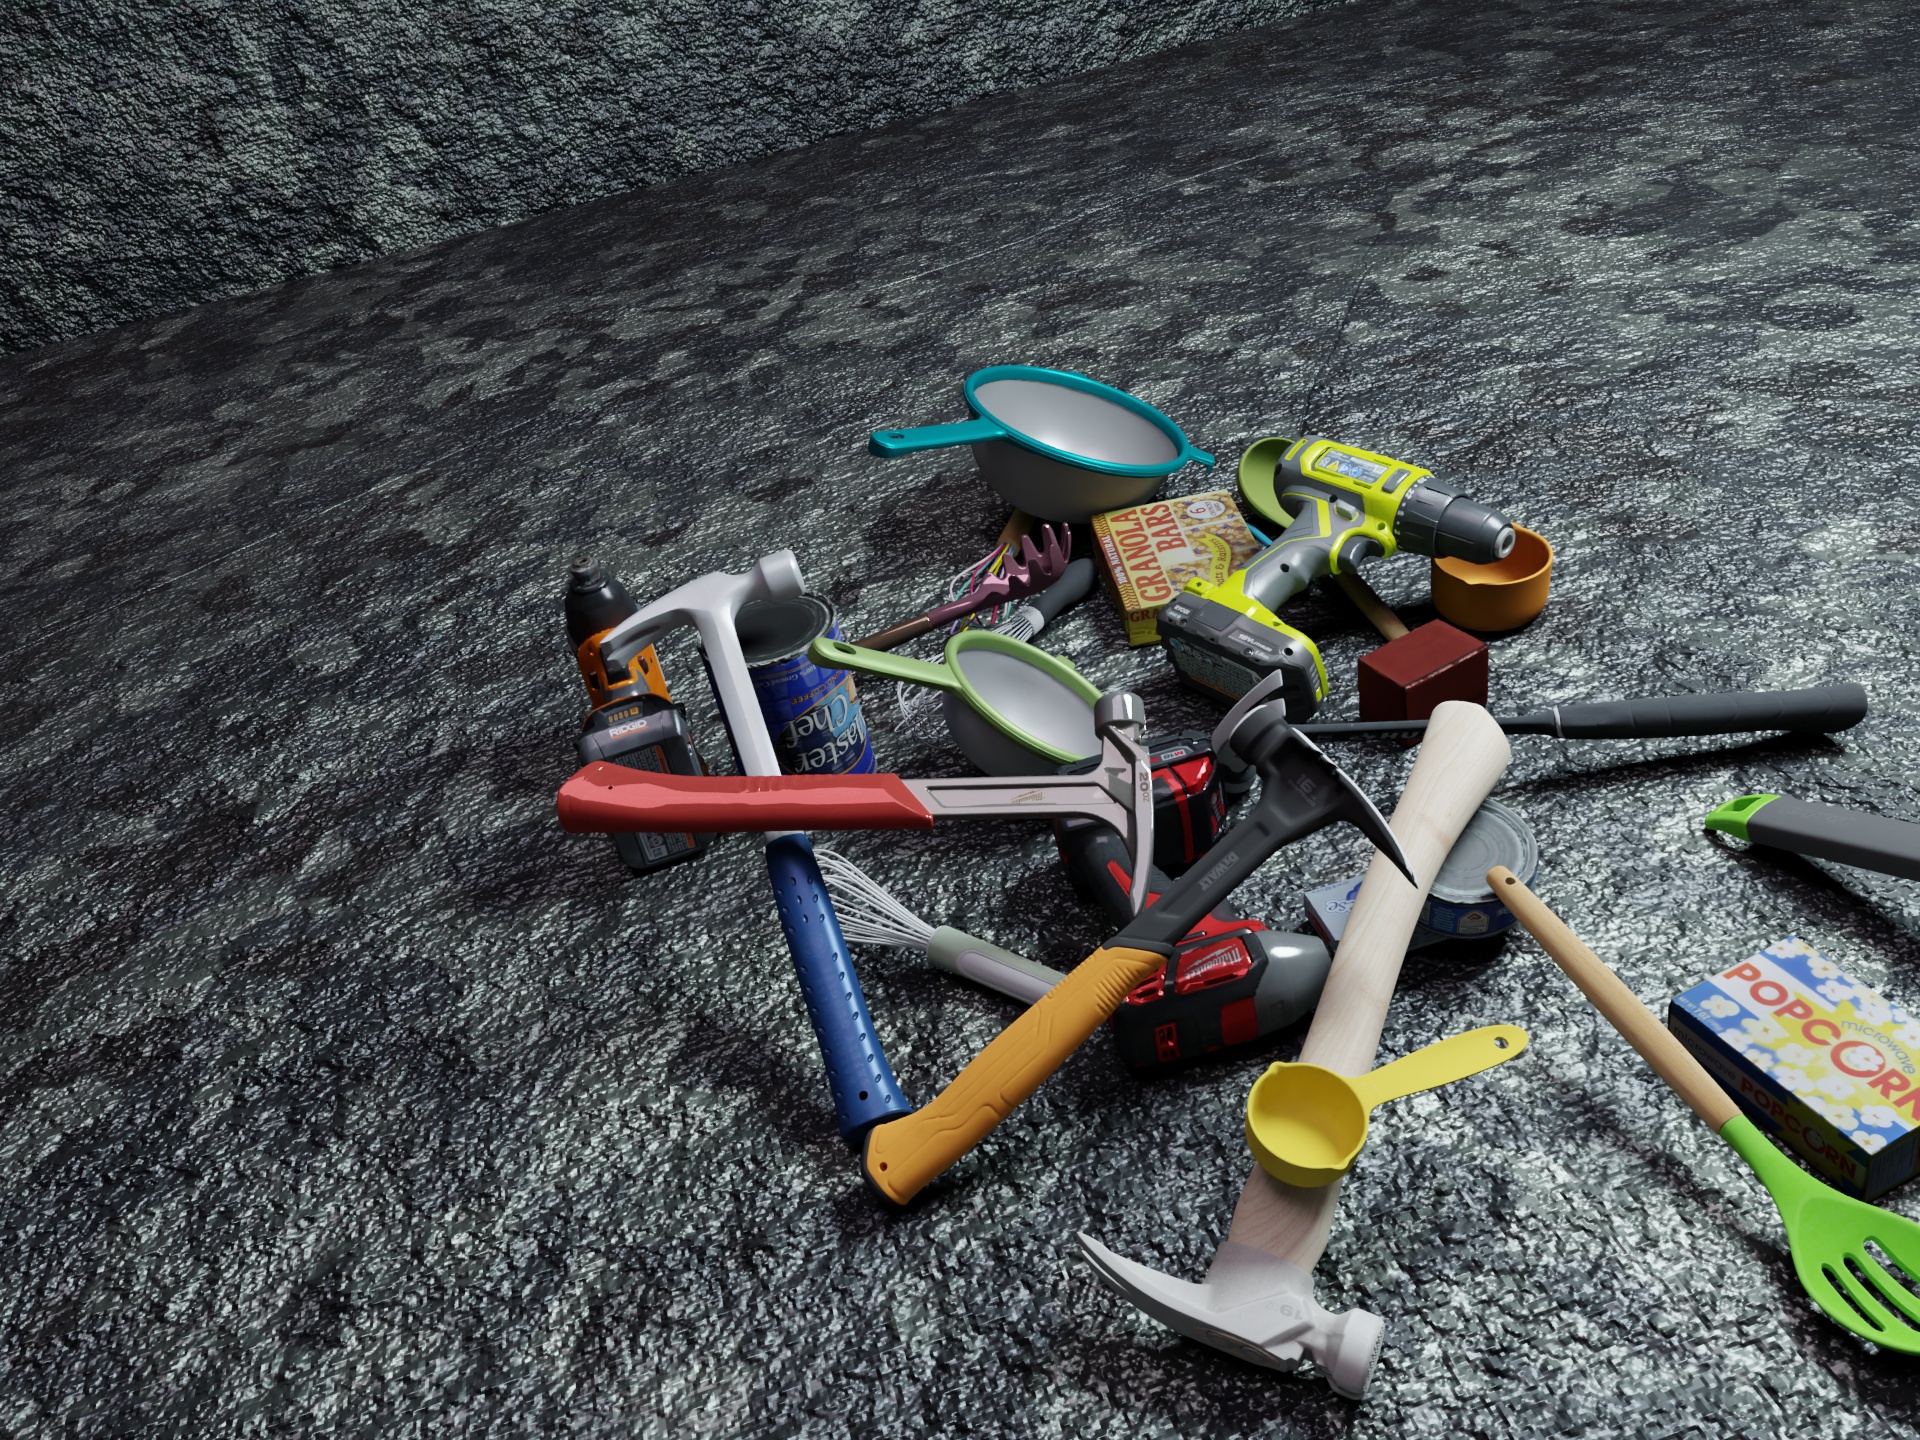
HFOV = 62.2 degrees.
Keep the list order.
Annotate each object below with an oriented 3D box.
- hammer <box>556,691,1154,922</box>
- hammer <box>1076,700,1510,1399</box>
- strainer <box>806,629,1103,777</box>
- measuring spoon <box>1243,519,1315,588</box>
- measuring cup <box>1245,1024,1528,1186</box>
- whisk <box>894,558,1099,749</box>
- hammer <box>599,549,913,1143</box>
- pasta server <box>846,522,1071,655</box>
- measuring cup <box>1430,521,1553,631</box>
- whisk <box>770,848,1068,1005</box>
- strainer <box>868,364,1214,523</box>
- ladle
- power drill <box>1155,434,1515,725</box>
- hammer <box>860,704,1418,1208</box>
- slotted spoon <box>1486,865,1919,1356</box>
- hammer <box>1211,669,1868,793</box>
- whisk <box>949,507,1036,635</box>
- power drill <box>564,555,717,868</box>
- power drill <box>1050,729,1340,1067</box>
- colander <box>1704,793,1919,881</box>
[{"bbox_3d":[-0.065,0.057,0.952,0.359,0.036,0.149,-2,60,7],"label":"hammer"},{"bbox_3d":[0.205,0.141,0.851,0.146,0.038,0.411,15,53,23],"label":"hammer"},{"bbox_3d":[-0.002,-0.004,1.102,0.256,0.069,0.152,12,31,-33],"label":"strainer"},{"bbox_3d":[0.255,-0.137,1.327,0.042,0.021,0.129,24,19,-25],"label":"measuring spoon"},{"bbox_3d":[0.209,0.183,0.776,0.156,0.029,0.062,-15,47,-18],"label":"measuring cup"},{"bbox_3d":[0.036,-0.063,1.269,0.070,0.070,0.285,12,36,32],"label":"whisk"},{"bbox_3d":[-0.118,0.069,0.994,0.144,0.035,0.406,-20,59,-3],"label":"hammer"},{"bbox_3d":[-0.052,-0.076,1.276,0.316,0.040,0.060,-23,24,6],"label":"pasta server"},{"bbox_3d":[0.367,-0.114,1.230,0.174,0.052,0.095,14,43,33],"label":"measuring cup"},{"bbox_3d":[-0.021,0.138,1.002,0.246,0.058,0.059,18,14,31],"label":"whisk"},{"bbox_3d":[0.047,-0.224,1.398,0.340,0.095,0.211,-15,44,-40],"label":"strainer"},{"bbox_3d":[0.305,-0.137,1.285,0.078,0.062,0.321,-3,35,-14],"label":"ladle"},{"bbox_3d":[0.273,-0.106,1.174,0.191,0.080,0.228,29,68,40],"label":"power drill"},{"bbox_3d":[0.082,0.145,0.848,0.337,0.034,0.127,-42,56,2],"label":"hammer"},{"bbox_3d":[0.365,0.180,0.788,0.070,0.031,0.314,-21,45,-13],"label":"slotted spoon"},{"bbox_3d":[0.370,0.000,1.027,0.409,0.149,0.036,-3,70,3],"label":"hammer"},{"bbox_3d":[0.038,-0.143,1.391,0.051,0.047,0.245,-1,33,19],"label":"whisk"},{"bbox_3d":[-0.251,-0.014,1.193,0.084,0.164,0.227,-18,36,-9],"label":"power drill"},{"bbox_3d":[0.139,0.107,0.970,0.143,0.078,0.220,-15,37,-1],"label":"power drill"},{"bbox_3d":[0.568,0.115,0.822,0.204,0.094,0.397,-27,19,-20],"label":"colander"}]
